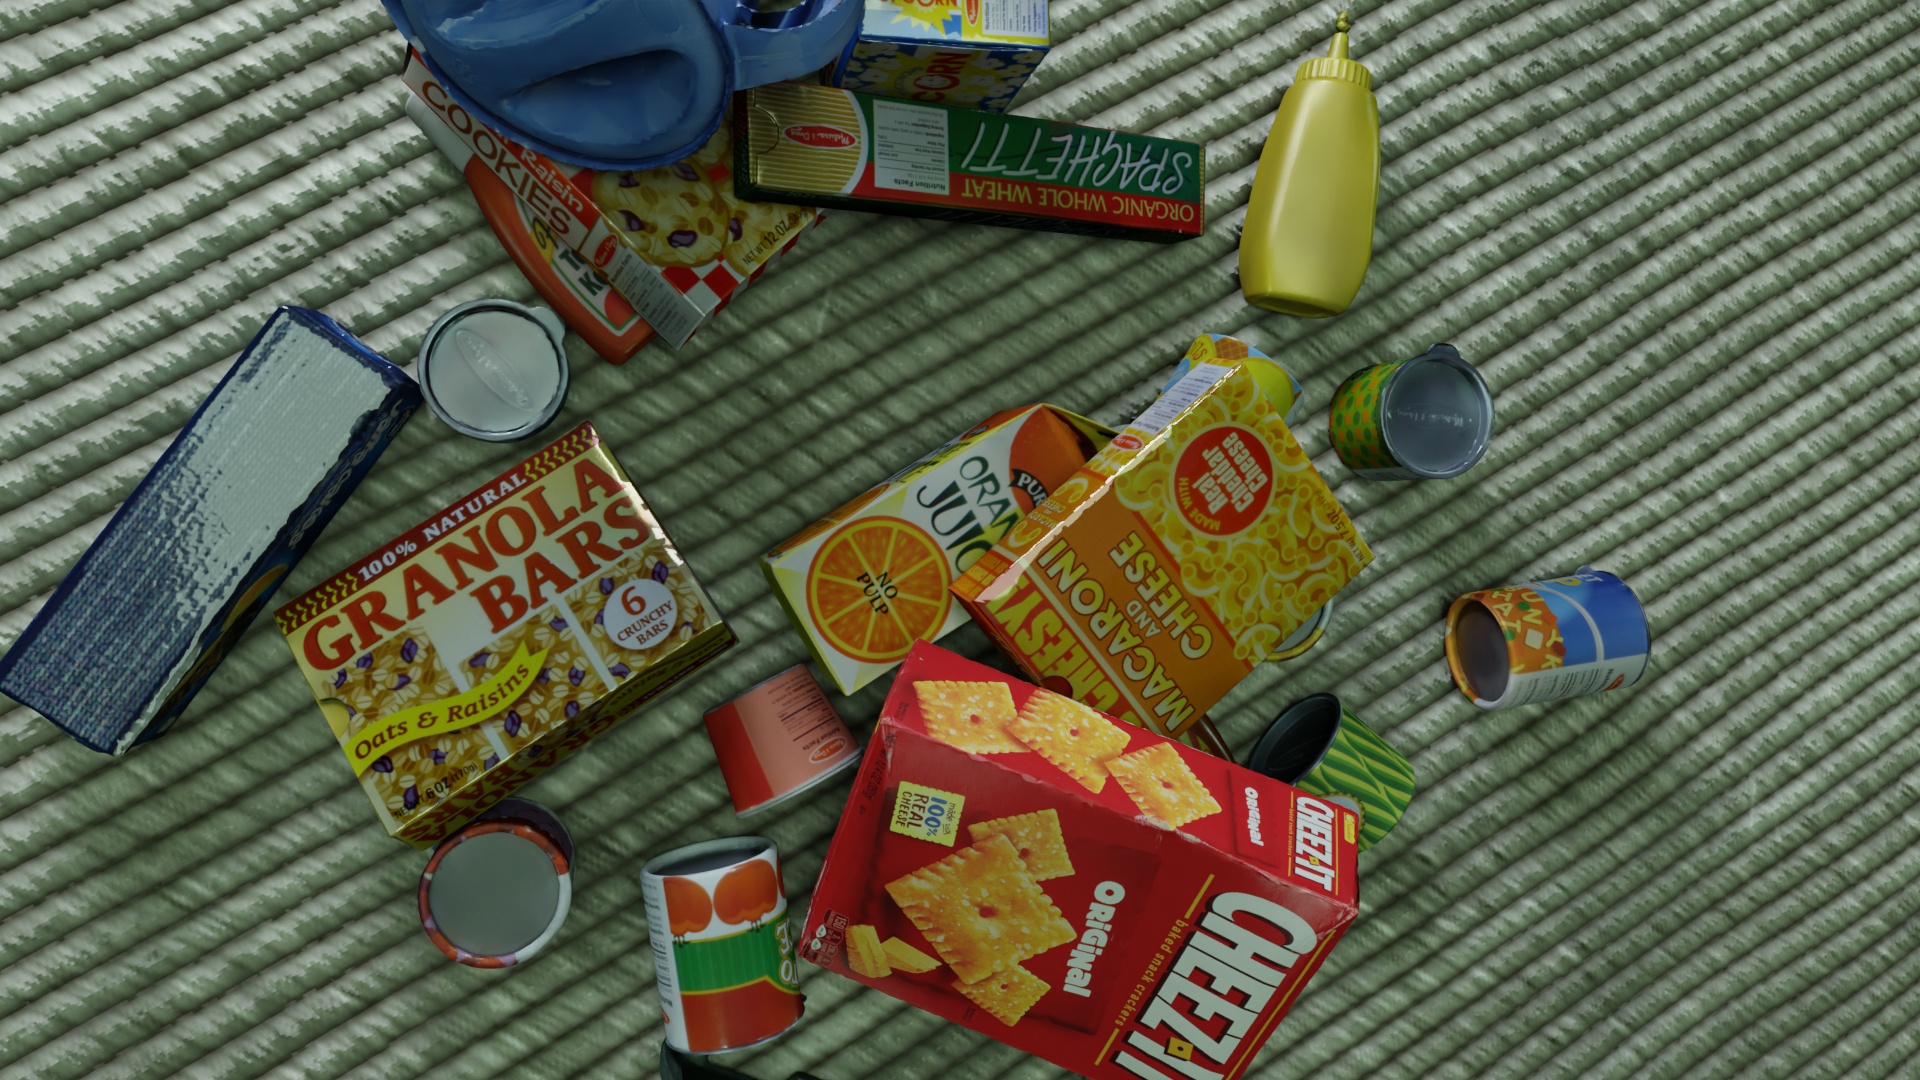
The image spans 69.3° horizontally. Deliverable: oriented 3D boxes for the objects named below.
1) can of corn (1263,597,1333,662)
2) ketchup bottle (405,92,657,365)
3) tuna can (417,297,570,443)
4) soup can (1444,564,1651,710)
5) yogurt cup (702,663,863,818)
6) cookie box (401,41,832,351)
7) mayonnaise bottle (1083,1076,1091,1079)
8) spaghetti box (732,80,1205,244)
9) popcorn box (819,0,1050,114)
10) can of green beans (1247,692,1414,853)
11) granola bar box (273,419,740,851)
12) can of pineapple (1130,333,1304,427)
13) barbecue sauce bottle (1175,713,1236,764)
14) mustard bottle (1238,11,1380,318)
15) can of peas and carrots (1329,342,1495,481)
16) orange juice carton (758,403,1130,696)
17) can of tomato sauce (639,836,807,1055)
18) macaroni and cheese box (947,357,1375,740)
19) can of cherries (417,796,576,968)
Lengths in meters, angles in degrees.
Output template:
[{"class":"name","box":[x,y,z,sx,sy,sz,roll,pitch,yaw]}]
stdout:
[{"class":"can of corn","box":[0.150,0.029,0.725,0.071,0.058,0.071,0,91,-13]},{"class":"ketchup bottle","box":[-0.191,-0.155,0.649,0.148,0.043,0.065,46,71,-9]},{"class":"tuna can","box":[-0.215,-0.080,0.650,0.071,0.033,0.071,0,91,-13]},{"class":"soup can","box":[0.319,0.053,0.762,0.084,0.071,0.071,-8,93,-13]},{"class":"yogurt cup","box":[-0.088,0.095,0.668,0.072,0.072,0.054,-26,89,-11]},{"class":"cookie box","box":[-0.146,-0.188,0.636,0.167,0.040,0.123,45,54,-10]},{"class":"mayonnaise bottle","box":[0.090,0.277,0.724,0.065,0.041,0.148,0,89,-13]},{"class":"spaghetti box","box":[0.012,-0.180,0.673,0.251,0.028,0.050,-1,90,-28]},{"class":"popcorn box","box":[-0.016,-0.225,0.647,0.085,0.126,0.038,-2,88,-13]},{"class":"can of green beans","box":[0.195,0.124,0.733,0.058,0.071,0.071,41,82,-11]},{"class":"granola bar box","box":[-0.204,0.039,0.626,0.166,0.039,0.124,-34,70,-11]},{"class":"can of pineapple","box":[0.133,-0.066,0.716,0.071,0.071,0.058,35,83,-11]},{"class":"barbecue sauce bottle","box":[0.107,0.109,0.723,0.065,0.044,0.148,-22,95,-3]},{"class":"mustard bottle","box":[0.191,-0.200,0.736,0.065,0.049,0.160,12,88,-13]},{"class":"can of peas and carrots","box":[0.240,-0.067,0.744,0.071,0.058,0.071,0,90,-13]},{"class":"orange juice carton","box":[0.002,-0.009,0.683,0.193,0.072,0.073,-32,99,-11]},{"class":"can of tomato sauce","box":[-0.112,0.190,0.662,0.071,0.071,0.083,-9,93,-13]},{"class":"macaroni and cheese box","box":[0.096,0.014,0.651,0.167,0.040,0.123,-41,109,-7]},{"class":"can of cherries","box":[-0.215,0.156,0.640,0.071,0.058,0.071,0,91,-14]}]
